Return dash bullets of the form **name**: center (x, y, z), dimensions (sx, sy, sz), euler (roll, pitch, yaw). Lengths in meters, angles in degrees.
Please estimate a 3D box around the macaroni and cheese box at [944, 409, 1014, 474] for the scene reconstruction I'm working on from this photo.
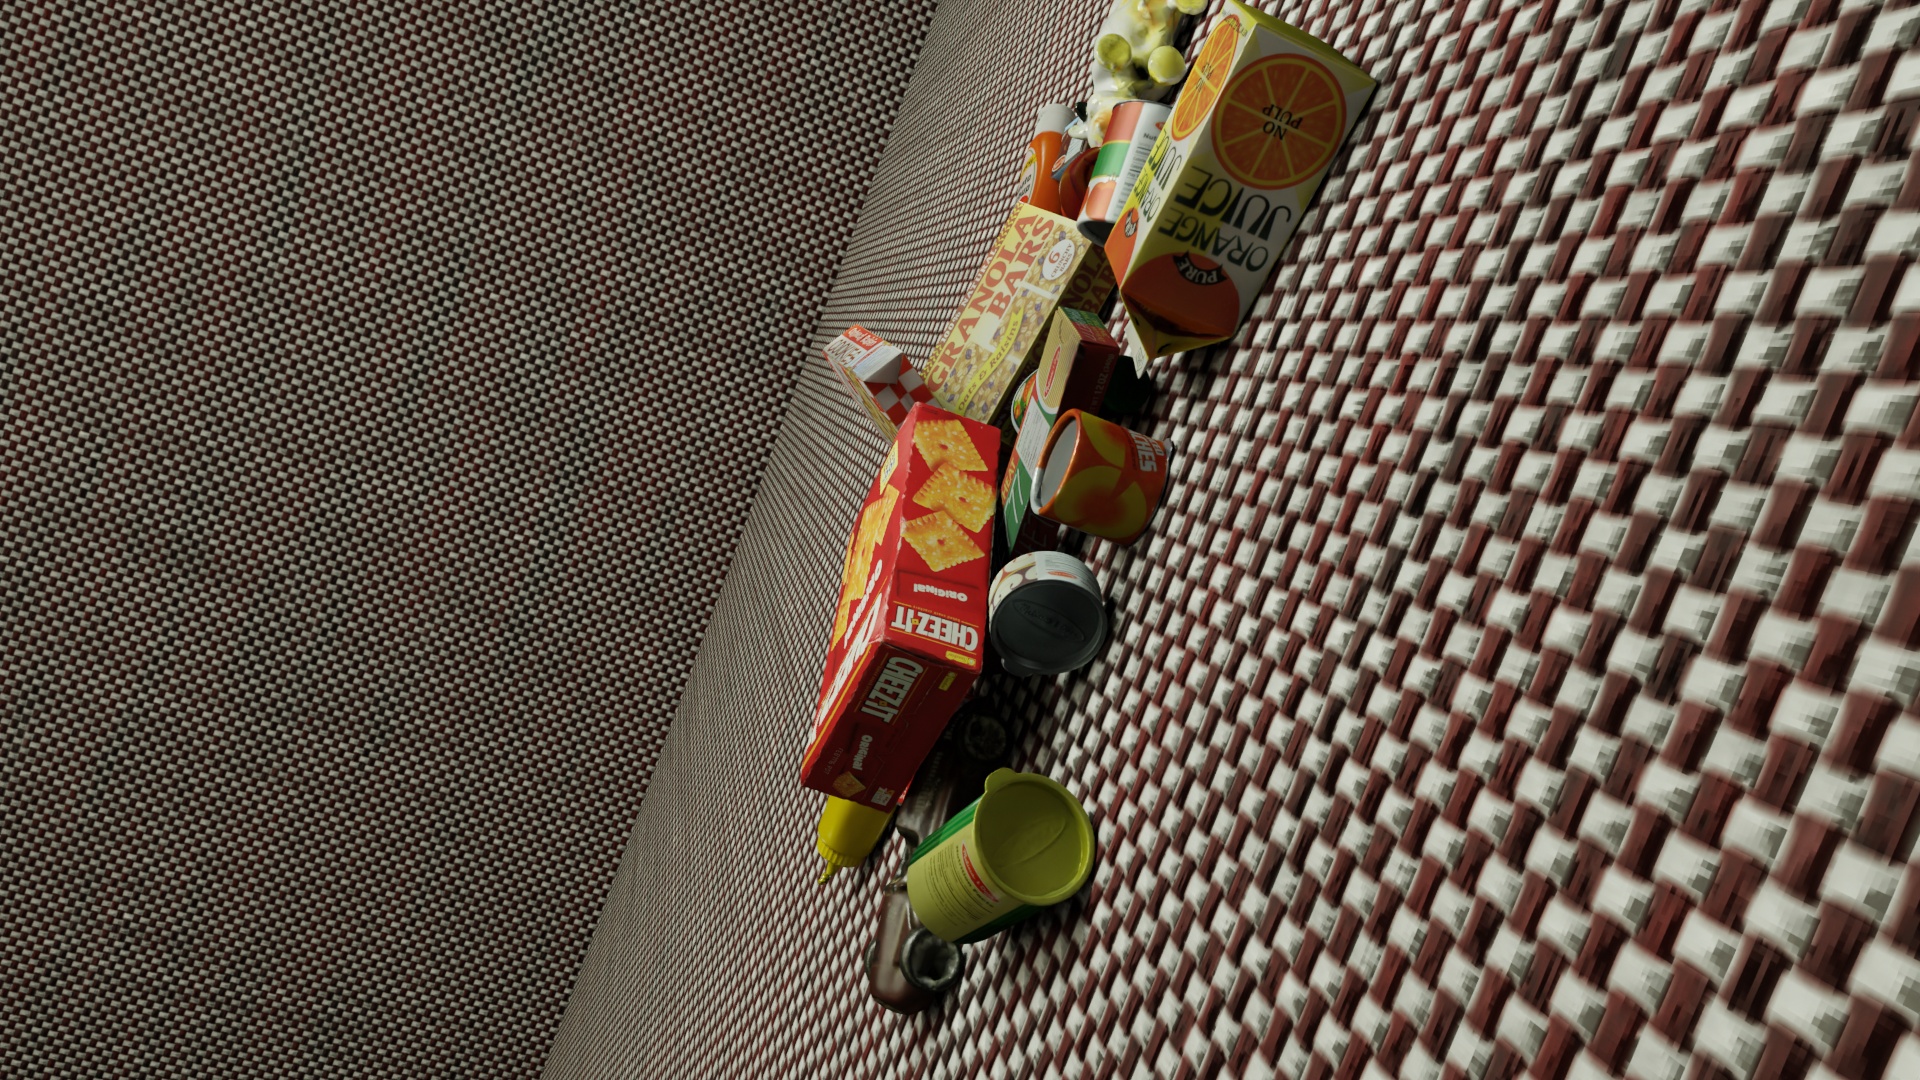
- **macaroni and cheese box**: center (0.025, -0.113, 1.150), dimensions (0.166, 0.040, 0.124), euler (158, 131, -71)

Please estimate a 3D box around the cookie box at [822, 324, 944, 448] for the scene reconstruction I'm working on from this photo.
- **cookie box**: center (-0.044, -0.096, 1.062), dimensions (0.040, 0.122, 0.168), euler (-37, 21, -3)

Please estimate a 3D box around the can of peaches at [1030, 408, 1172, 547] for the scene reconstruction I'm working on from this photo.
- **can of peaches**: center (0.080, -0.038, 0.800), dimensions (0.071, 0.058, 0.071), euler (-159, 88, -77)

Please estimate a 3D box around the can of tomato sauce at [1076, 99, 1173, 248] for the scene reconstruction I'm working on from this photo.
- **can of tomato sauce**: center (0.118, -0.235, 0.912), dimensions (0.071, 0.071, 0.083), euler (-176, 105, -76)

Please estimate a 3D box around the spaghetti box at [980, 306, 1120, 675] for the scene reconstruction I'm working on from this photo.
- **spaghetti box**: center (0.045, -0.025, 0.879), dimensions (0.050, 0.029, 0.248), euler (-111, 32, -54)

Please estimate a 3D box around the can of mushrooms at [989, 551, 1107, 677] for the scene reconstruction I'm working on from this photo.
- **can of mushrooms**: center (0.048, 0.043, 0.793), dimensions (0.033, 0.071, 0.070), euler (-92, 26, -58)

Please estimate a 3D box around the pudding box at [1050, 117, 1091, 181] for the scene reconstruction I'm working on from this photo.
- **pudding box**: center (0.107, -0.331, 1.163), dimensions (0.083, 0.030, 0.049), euler (179, 109, -75)

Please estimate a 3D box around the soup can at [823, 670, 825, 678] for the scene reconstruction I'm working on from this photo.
- **soup can**: center (-0.075, 0.089, 1.204), dimensions (0.071, 0.071, 0.084), euler (145, 142, -67)

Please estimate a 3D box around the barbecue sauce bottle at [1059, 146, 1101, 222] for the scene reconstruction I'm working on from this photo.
- **barbecue sauce bottle**: center (0.100, -0.251, 1.022), dimensions (0.043, 0.065, 0.149), euler (-44, 8, 4)

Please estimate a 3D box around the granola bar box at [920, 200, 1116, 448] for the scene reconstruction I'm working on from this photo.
- **granola bar box**: center (0.043, -0.163, 1.039), dimensions (0.165, 0.039, 0.124), euler (-60, 34, 7)

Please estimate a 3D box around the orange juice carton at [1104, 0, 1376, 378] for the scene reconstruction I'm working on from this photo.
- **orange juice carton**: center (0.137, -0.183, 0.755), dimensions (0.072, 0.073, 0.191), euler (-95, 28, -59)

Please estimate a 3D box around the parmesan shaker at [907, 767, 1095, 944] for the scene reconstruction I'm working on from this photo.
- **parmesan shaker**: center (0.018, 0.167, 0.731), dimensions (0.102, 0.071, 0.071), euler (130, 156, -56)

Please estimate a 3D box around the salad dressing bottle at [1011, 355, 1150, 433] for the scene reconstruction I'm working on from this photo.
- **salad dressing bottle**: center (0.078, -0.093, 0.914), dimensions (0.147, 0.044, 0.064), euler (174, 114, -72)

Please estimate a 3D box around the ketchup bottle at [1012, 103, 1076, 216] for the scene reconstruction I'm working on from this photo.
- **ketchup bottle**: center (0.077, -0.327, 1.246), dimensions (0.064, 0.043, 0.149), euler (129, 157, -57)

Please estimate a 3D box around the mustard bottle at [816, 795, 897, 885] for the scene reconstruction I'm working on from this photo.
- **mustard bottle**: center (-0.077, 0.203, 1.083), dimensions (0.065, 0.049, 0.159), euler (-109, 41, -67)
